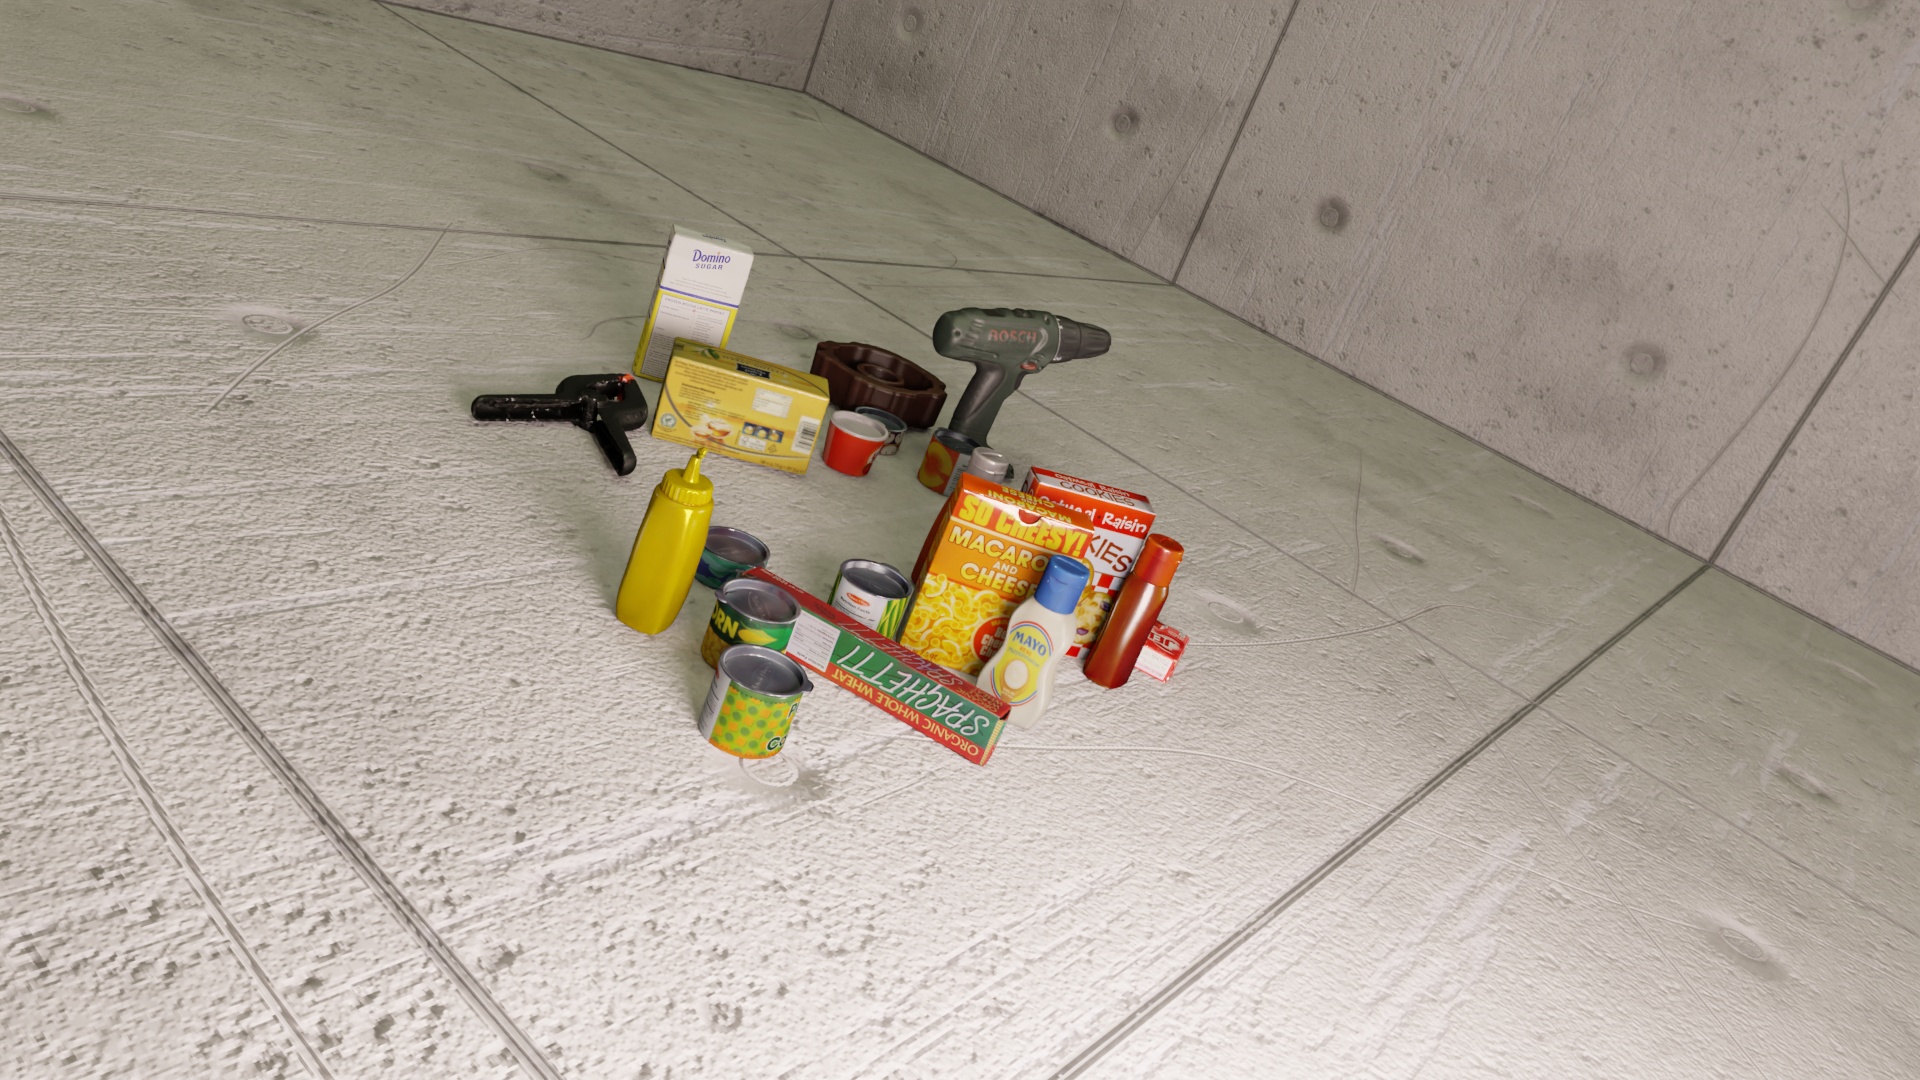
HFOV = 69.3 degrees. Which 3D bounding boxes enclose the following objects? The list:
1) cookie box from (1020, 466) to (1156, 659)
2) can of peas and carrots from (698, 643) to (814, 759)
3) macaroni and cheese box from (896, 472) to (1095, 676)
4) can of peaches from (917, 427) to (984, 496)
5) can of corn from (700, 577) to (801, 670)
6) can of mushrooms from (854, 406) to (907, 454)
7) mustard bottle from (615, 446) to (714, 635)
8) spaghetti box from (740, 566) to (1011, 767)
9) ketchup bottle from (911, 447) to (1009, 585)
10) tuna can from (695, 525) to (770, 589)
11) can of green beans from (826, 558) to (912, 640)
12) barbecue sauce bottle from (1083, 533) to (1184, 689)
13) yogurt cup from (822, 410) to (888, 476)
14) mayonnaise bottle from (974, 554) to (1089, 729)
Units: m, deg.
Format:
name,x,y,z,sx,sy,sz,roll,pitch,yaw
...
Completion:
name,x,y,z,sx,sy,sz,roll,pitch,yaw
cookie box,0.094,0.023,1.307,0.123,0.166,0.040,14,23,-20
can of peas and carrots,-0.149,0.118,1.010,0.071,0.058,0.071,19,22,-8
macaroni and cheese box,0.029,0.038,1.214,0.124,0.165,0.040,18,22,-10
can of peaches,-0.012,-0.090,1.611,0.071,0.057,0.071,19,22,-8
can of corn,-0.169,0.071,1.100,0.071,0.058,0.071,19,22,-8
can of mushrooms,-0.101,-0.131,1.653,0.071,0.033,0.071,19,22,-8
mustard bottle,-0.225,-0.005,1.085,0.049,0.159,0.065,23,22,2
spaghetti box,-0.076,0.101,1.128,0.250,0.050,0.029,28,22,14
ketchup bottle,0.005,-0.017,1.340,0.065,0.148,0.044,3,29,-40
tuna can,-0.202,0.018,1.221,0.071,0.032,0.071,19,22,-8
can of green beans,-0.083,0.057,1.211,0.071,0.057,0.071,19,22,-8
barbecue sauce bottle,0.164,0.065,1.301,0.044,0.148,0.065,29,23,16
yogurt cup,-0.121,-0.107,1.554,0.072,0.053,0.073,19,22,-8
mayonnaise bottle,0.064,0.083,1.168,0.065,0.147,0.041,29,23,17
